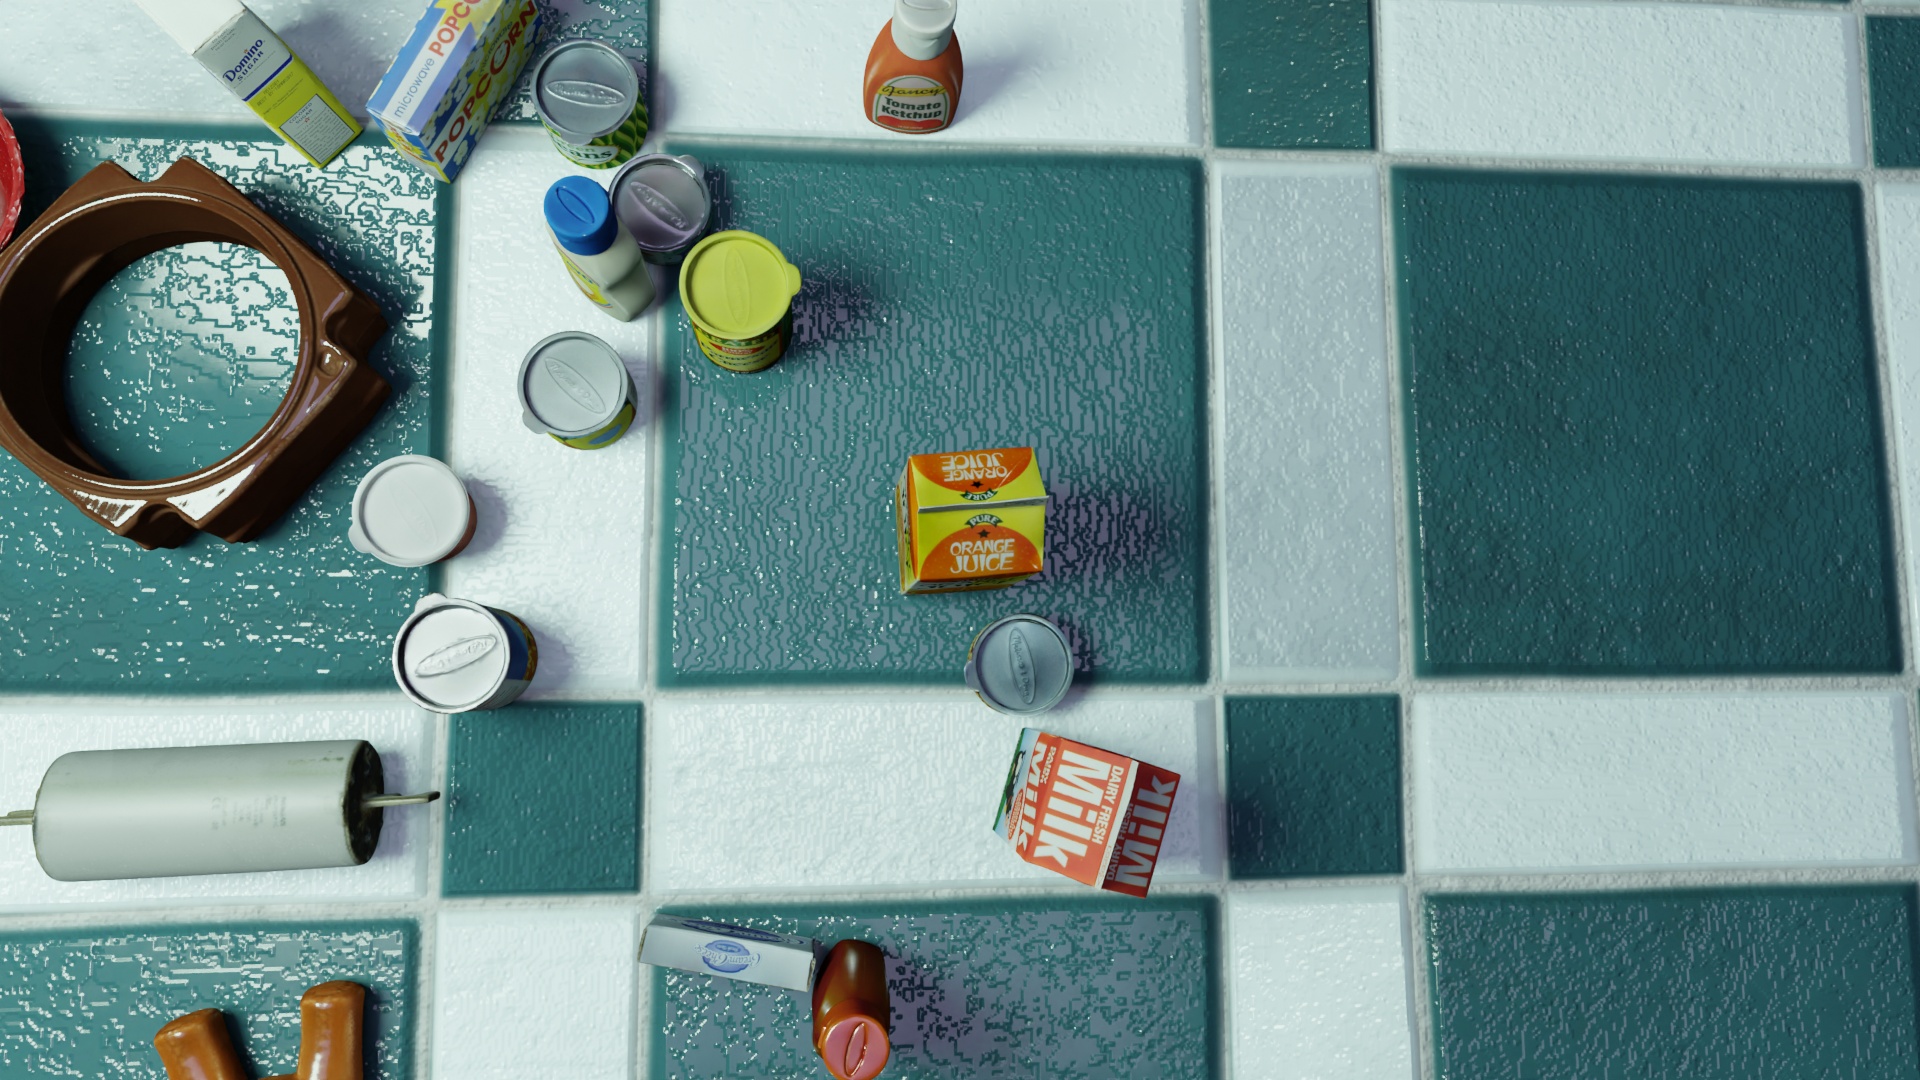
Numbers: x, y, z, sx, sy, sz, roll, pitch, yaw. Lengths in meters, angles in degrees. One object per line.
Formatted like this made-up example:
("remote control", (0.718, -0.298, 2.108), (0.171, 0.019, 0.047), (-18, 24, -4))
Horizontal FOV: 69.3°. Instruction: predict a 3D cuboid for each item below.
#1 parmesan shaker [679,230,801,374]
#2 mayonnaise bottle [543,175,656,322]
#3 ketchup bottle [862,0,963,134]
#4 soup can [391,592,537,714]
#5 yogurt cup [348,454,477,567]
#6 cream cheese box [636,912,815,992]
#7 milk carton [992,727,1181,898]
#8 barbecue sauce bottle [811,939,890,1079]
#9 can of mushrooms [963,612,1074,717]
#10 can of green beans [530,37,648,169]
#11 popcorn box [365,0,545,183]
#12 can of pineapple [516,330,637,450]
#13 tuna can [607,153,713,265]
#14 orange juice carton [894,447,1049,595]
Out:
("parmesan shaker", (-0.135, -0.146, 0.868), (0.071, 0.103, 0.071), (1, 84, -6))
("mayonnaise bottle", (-0.221, -0.178, 0.839), (0.065, 0.148, 0.041), (44, 82, 0))
("ketchup bottle", (-0.027, -0.304, 0.874), (0.065, 0.148, 0.043), (3, 84, -6))
("soup can", (-0.296, 0.068, 0.836), (0.071, 0.083, 0.071), (1, 84, -6))
("yogurt cup", (-0.332, -0.016, 0.856), (0.072, 0.054, 0.072), (1, 84, -6))
("cream cheese box", (-0.141, 0.250, 0.847), (0.104, 0.053, 0.024), (11, 83, -5))
("milk carton", (0.073, 0.157, 0.812), (0.073, 0.190, 0.072), (18, 83, -4))
("barbecue sauce bottle", (-0.063, 0.276, 0.805), (0.044, 0.148, 0.065), (16, 83, -4))
("can of mushrooms", (0.036, 0.081, 0.896), (0.071, 0.033, 0.071), (1, 84, -6))
("can of green beans", (-0.238, -0.280, 0.895), (0.071, 0.057, 0.071), (1, 84, -6))
("popcorn box", (-0.315, -0.298, 0.875), (0.038, 0.085, 0.127), (28, 82, -3))
("can of pineapple", (-0.241, -0.092, 0.873), (0.071, 0.058, 0.071), (1, 84, -6))
("tuna can", (-0.193, -0.217, 0.905), (0.071, 0.033, 0.071), (1, 84, -6))
("orange juice carton", (0.003, -0.010, 0.822), (0.072, 0.192, 0.073), (-4, 85, -6))
